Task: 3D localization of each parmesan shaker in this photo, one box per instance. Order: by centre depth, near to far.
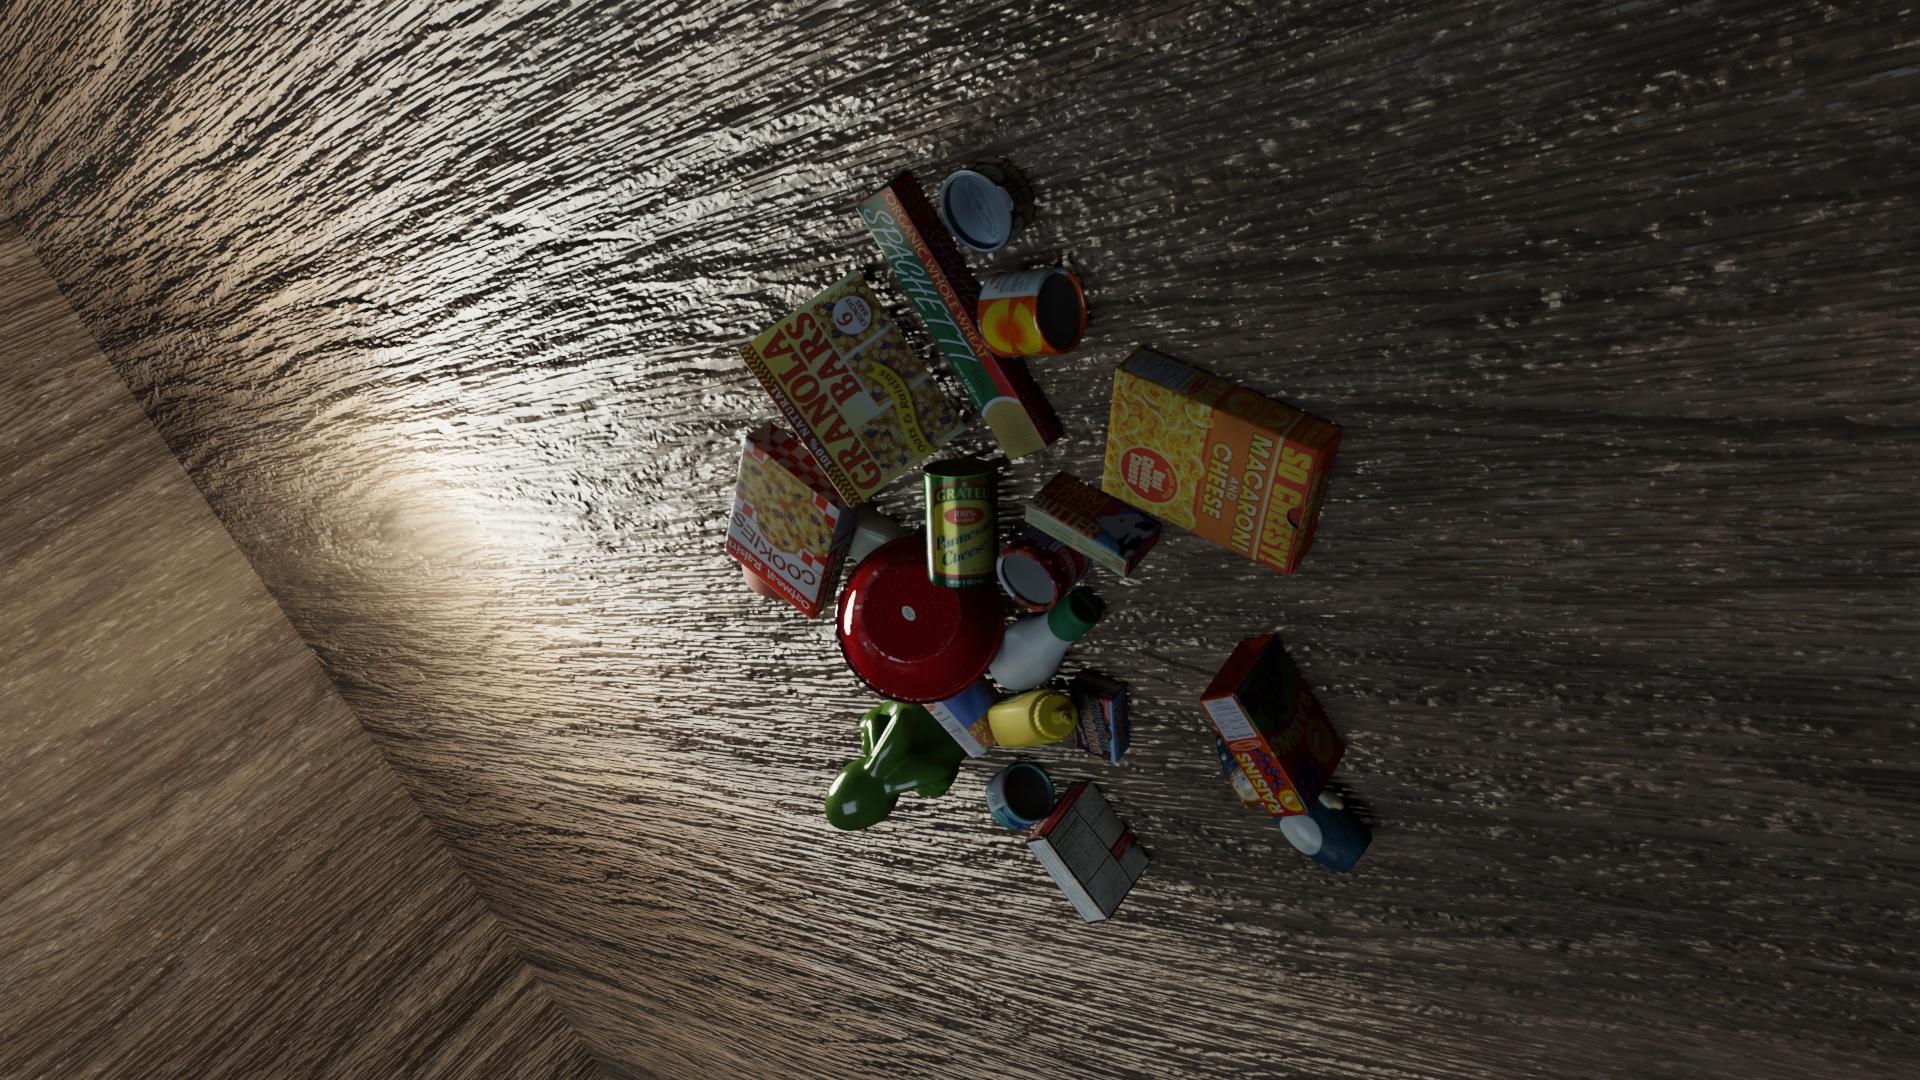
[{"bbox_3d":[0.004,-0.015,1.222,0.071,0.071,0.102,11,111,38],"label":"parmesan shaker"}]

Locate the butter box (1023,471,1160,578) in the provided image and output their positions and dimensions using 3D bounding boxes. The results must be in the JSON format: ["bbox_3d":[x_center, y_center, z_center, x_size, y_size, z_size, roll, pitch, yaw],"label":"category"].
[{"bbox_3d":[0.109,-0.015,1.154,0.103,0.053,0.024,31,142,22],"label":"butter box"}]

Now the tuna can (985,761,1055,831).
[{"bbox_3d":[0.064,0.264,1.430,0.071,0.071,0.032,48,141,0],"label":"tuna can"}]

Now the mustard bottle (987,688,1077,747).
[{"bbox_3d":[0.075,0.164,1.295,0.049,0.065,0.160,71,161,2],"label":"mustard bottle"}]

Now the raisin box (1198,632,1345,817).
[{"bbox_3d":[0.256,0.150,1.129,0.040,0.086,0.123,-20,107,45],"label":"raisin box"}]

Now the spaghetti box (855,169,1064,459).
[{"bbox_3d":[0.000,-0.180,1.135,0.050,0.029,0.249,-17,110,49],"label":"spaghetti box"}]

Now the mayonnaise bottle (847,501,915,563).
[{"bbox_3d":[-0.107,-0.016,1.372,0.148,0.041,0.064,37,139,16],"label":"mayonnaise bottle"}]

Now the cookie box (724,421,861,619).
[{"bbox_3d":[-0.165,-0.017,1.361,0.123,0.040,0.166,37,138,17],"label":"cookie box"}]

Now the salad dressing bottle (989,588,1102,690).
[{"bbox_3d":[0.079,0.091,1.284,0.064,0.044,0.147,50,141,4],"label":"salad dressing bottle"}]

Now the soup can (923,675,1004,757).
[{"bbox_3d":[0.009,0.164,1.395,0.083,0.072,0.071,48,142,-7],"label":"soup can"}]

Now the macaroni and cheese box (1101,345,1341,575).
[{"bbox_3d":[0.191,-0.059,1.047,0.167,0.040,0.123,27,138,25],"label":"macaroni and cheese box"}]

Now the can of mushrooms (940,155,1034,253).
[{"bbox_3d":[0.022,-0.254,1.046,0.071,0.034,0.070,26,137,27],"label":"can of mushrooms"}]

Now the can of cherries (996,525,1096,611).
[{"bbox_3d":[0.075,0.020,1.211,0.071,0.059,0.071,26,137,27],"label":"can of cherries"}]

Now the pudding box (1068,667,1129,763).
[{"bbox_3d":[0.131,0.165,1.307,0.050,0.030,0.083,19,134,31],"label":"pudding box"}]

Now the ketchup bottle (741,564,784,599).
[{"bbox_3d":[-0.207,-0.007,1.472,0.065,0.044,0.148,24,136,26],"label":"ketchup bottle"}]

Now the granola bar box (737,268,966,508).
[{"bbox_3d":[-0.092,-0.130,1.195,0.165,0.124,0.039,55,180,-9],"label":"granola bar box"}]

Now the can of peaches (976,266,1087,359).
[{"bbox_3d":[0.056,-0.172,1.058,0.058,0.071,0.071,2,124,42],"label":"can of peaches"}]
